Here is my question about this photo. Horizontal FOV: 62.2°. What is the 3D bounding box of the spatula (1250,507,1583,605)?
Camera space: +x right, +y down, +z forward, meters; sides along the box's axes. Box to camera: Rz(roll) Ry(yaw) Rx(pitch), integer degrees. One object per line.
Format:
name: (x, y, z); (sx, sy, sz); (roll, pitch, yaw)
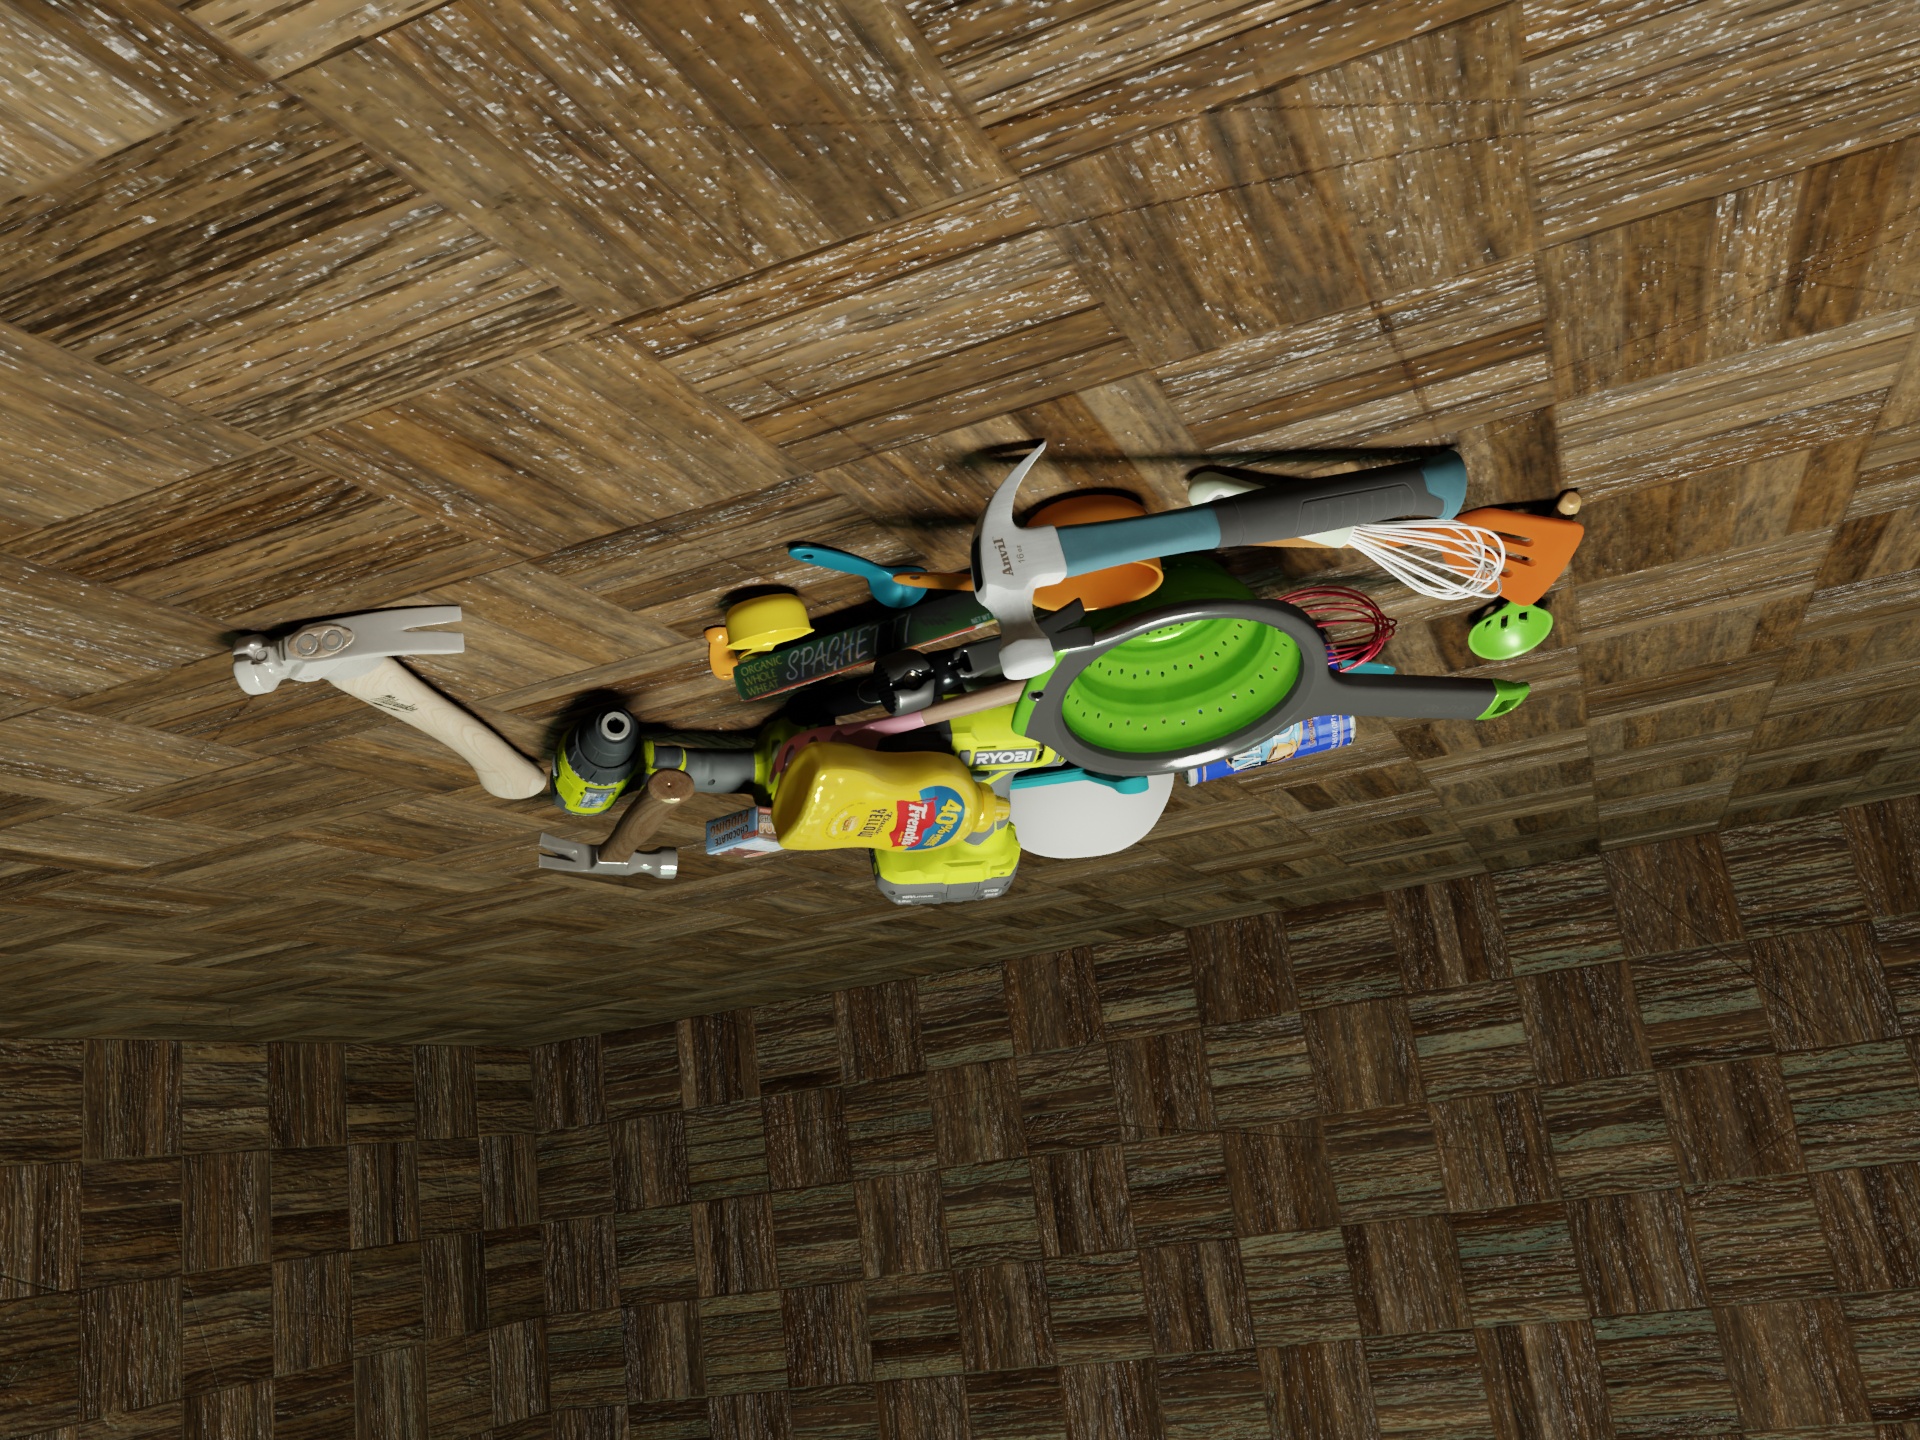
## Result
spatula: (0.271, -0.120, 1.087); (0.322, 0.041, 0.081); (-1, 139, -19)

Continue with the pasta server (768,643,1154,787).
pasta server: (-0.002, -0.004, 1.235); (0.316, 0.040, 0.060); (-16, 151, 12)

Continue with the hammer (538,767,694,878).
hammer: (-0.277, 0.091, 1.340); (0.130, 0.031, 0.331); (4, 163, -20)

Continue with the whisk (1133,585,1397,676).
whisk: (0.197, -0.056, 1.262); (0.296, 0.073, 0.073); (-8, 166, 25)

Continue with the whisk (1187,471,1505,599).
whisk: (0.252, -0.120, 1.023); (0.246, 0.059, 0.057); (11, 133, -23)

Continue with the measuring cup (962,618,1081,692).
measuring cup: (0.064, -0.052, 1.234); (0.083, 0.038, 0.167); (4, 163, -37)

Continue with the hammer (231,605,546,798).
hammer: (-0.383, 0.000, 1.208); (0.146, 0.038, 0.410); (-9, 165, 1)

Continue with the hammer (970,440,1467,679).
hammer: (0.160, -0.116, 0.943); (0.331, 0.128, 0.033); (-12, 167, -19)

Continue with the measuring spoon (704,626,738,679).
measuring spoon: (-0.177, -0.046, 1.185); (0.021, 0.011, 0.117); (-6, 165, -7)

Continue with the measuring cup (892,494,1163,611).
measuring cup: (0.041, -0.108, 1.002); (0.173, 0.052, 0.095); (0, 163, -13)

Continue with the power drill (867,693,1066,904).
power drill: (-0.007, 0.064, 1.367); (0.171, 0.080, 0.223); (-3, 140, -15)

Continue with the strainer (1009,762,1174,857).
strainer: (0.128, 0.086, 1.493); (0.211, 0.095, 0.340); (-10, -178, -8)

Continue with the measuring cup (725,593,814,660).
measuring cup: (-0.144, -0.064, 1.130); (0.062, 0.029, 0.156); (-12, 178, -15)

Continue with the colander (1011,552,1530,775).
colander: (0.227, -0.050, 1.152); (0.397, 0.095, 0.204); (1, 145, -17)

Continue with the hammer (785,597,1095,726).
hammer: (-0.047, -0.027, 1.121); (0.149, 0.036, 0.409); (-19, -177, -21)

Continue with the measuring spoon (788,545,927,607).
measuring spoon: (-0.067, -0.093, 1.049); (0.042, 0.021, 0.128); (-19, 163, 34)

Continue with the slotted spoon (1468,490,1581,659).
slotted spoon: (0.447, -0.111, 1.241); (0.070, 0.031, 0.313); (-10, 163, 7)

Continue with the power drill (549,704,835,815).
power drill: (-0.221, 0.031, 1.328); (0.228, 0.080, 0.190); (1, 163, -21)

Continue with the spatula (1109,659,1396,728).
spatula: (0.223, -0.010, 1.409); (0.317, 0.044, 0.082); (-18, 169, -2)
